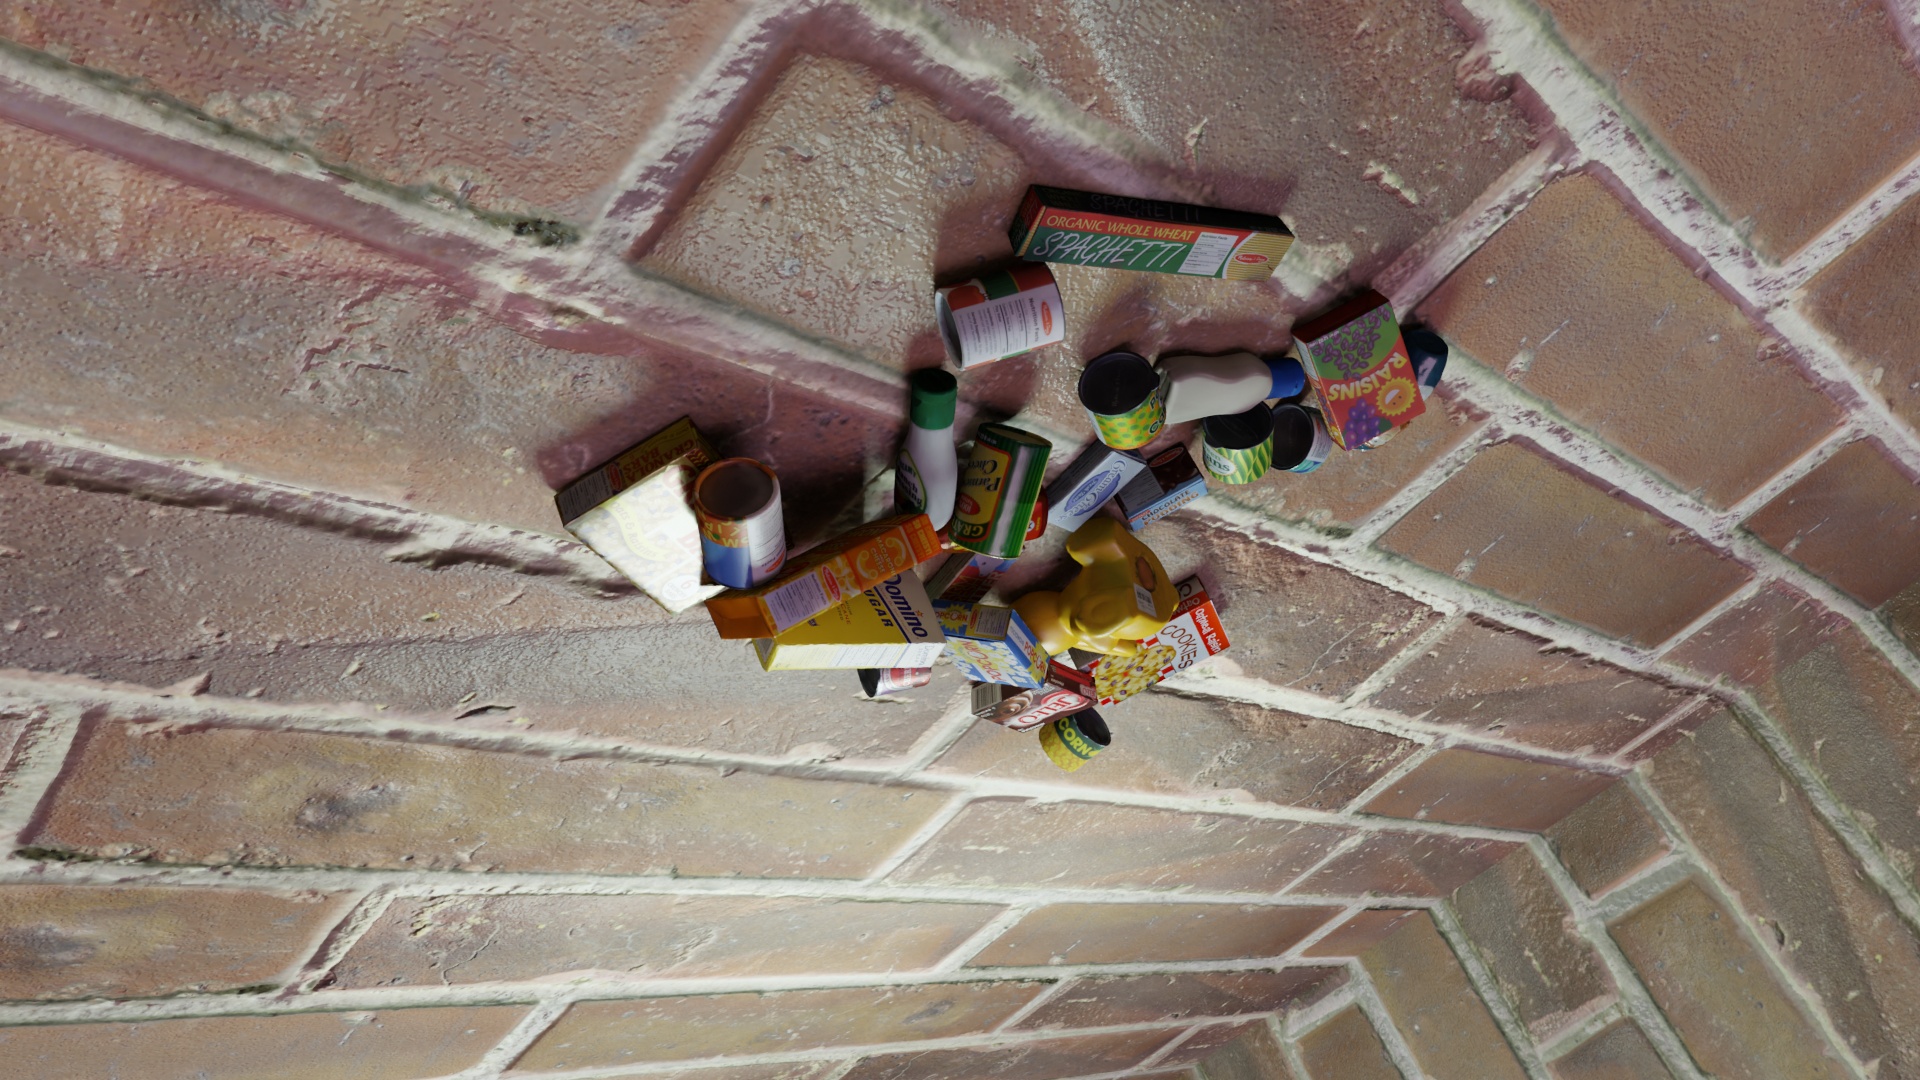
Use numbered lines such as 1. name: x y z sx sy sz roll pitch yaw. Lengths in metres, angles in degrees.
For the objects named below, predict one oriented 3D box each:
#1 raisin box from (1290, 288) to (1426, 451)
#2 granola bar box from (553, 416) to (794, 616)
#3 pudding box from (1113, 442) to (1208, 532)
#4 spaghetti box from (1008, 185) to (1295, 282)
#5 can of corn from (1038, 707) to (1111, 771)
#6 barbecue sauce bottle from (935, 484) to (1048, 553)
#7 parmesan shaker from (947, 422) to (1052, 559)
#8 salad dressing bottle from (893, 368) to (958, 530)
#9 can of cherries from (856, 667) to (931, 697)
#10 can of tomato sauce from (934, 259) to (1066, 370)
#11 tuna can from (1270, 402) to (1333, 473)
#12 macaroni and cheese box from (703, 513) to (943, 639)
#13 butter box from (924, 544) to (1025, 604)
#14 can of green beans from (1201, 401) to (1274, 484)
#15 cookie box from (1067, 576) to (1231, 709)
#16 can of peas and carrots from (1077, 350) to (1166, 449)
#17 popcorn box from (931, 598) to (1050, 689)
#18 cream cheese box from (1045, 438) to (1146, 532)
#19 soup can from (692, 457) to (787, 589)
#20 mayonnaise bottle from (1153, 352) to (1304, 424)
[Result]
1. raisin box: 0.365 -0.154 1.272 0.086 0.040 0.123 -28 118 2
2. granola bar box: -0.227 -0.016 1.123 0.124 0.039 0.165 -30 145 5
3. pudding box: 0.189 -0.051 1.331 0.083 0.050 0.030 -29 147 4
4. spaghetti box: 0.152 -0.237 1.082 0.251 0.029 0.050 -1 139 -31
5. can of corn: 0.135 0.234 1.653 0.058 0.071 0.071 -43 142 24
6. barbecue sauce bottle: 0.005 -0.016 1.265 0.149 0.044 0.064 -13 138 -17
7. parmesan shaker: 0.032 -0.044 1.197 0.071 0.071 0.102 5 107 -37
8. salad dressing bottle: -0.027 -0.074 1.158 0.044 0.064 0.146 -18 137 -25
9. can of cherries: -0.066 0.119 1.373 0.058 0.072 0.071 -9 142 -22
10. can of tomato sauce: 0.029 -0.172 1.059 0.083 0.071 0.070 -18 145 -10
11. tuna can: 0.322 -0.098 1.341 0.033 0.071 0.070 6 134 -38
12. macaroni and cheese box: -0.115 0.029 1.157 0.167 0.040 0.123 -28 -170 -29
13. butter box: 0.012 0.029 1.346 0.053 0.024 0.103 11 131 -40
14. can of green beans: 0.260 -0.095 1.303 0.071 0.071 0.057 -22 146 -5
15. cookie box: 0.215 0.117 1.577 0.167 0.040 0.122 -28 145 5
16. can of peas and carrots: 0.142 -0.120 1.193 0.071 0.071 0.058 -28 146 4
17. popcorn box: 0.028 0.102 1.357 0.085 0.038 0.126 5 155 25
18. cream cheese box: 0.120 -0.053 1.307 0.053 0.024 0.103 18 127 -46
19. soup can: -0.172 -0.014 1.070 0.071 0.071 0.083 -15 142 -15
20. mayonnaise bottle: 0.240 -0.141 1.254 0.148 0.041 0.064 -9 144 -24
